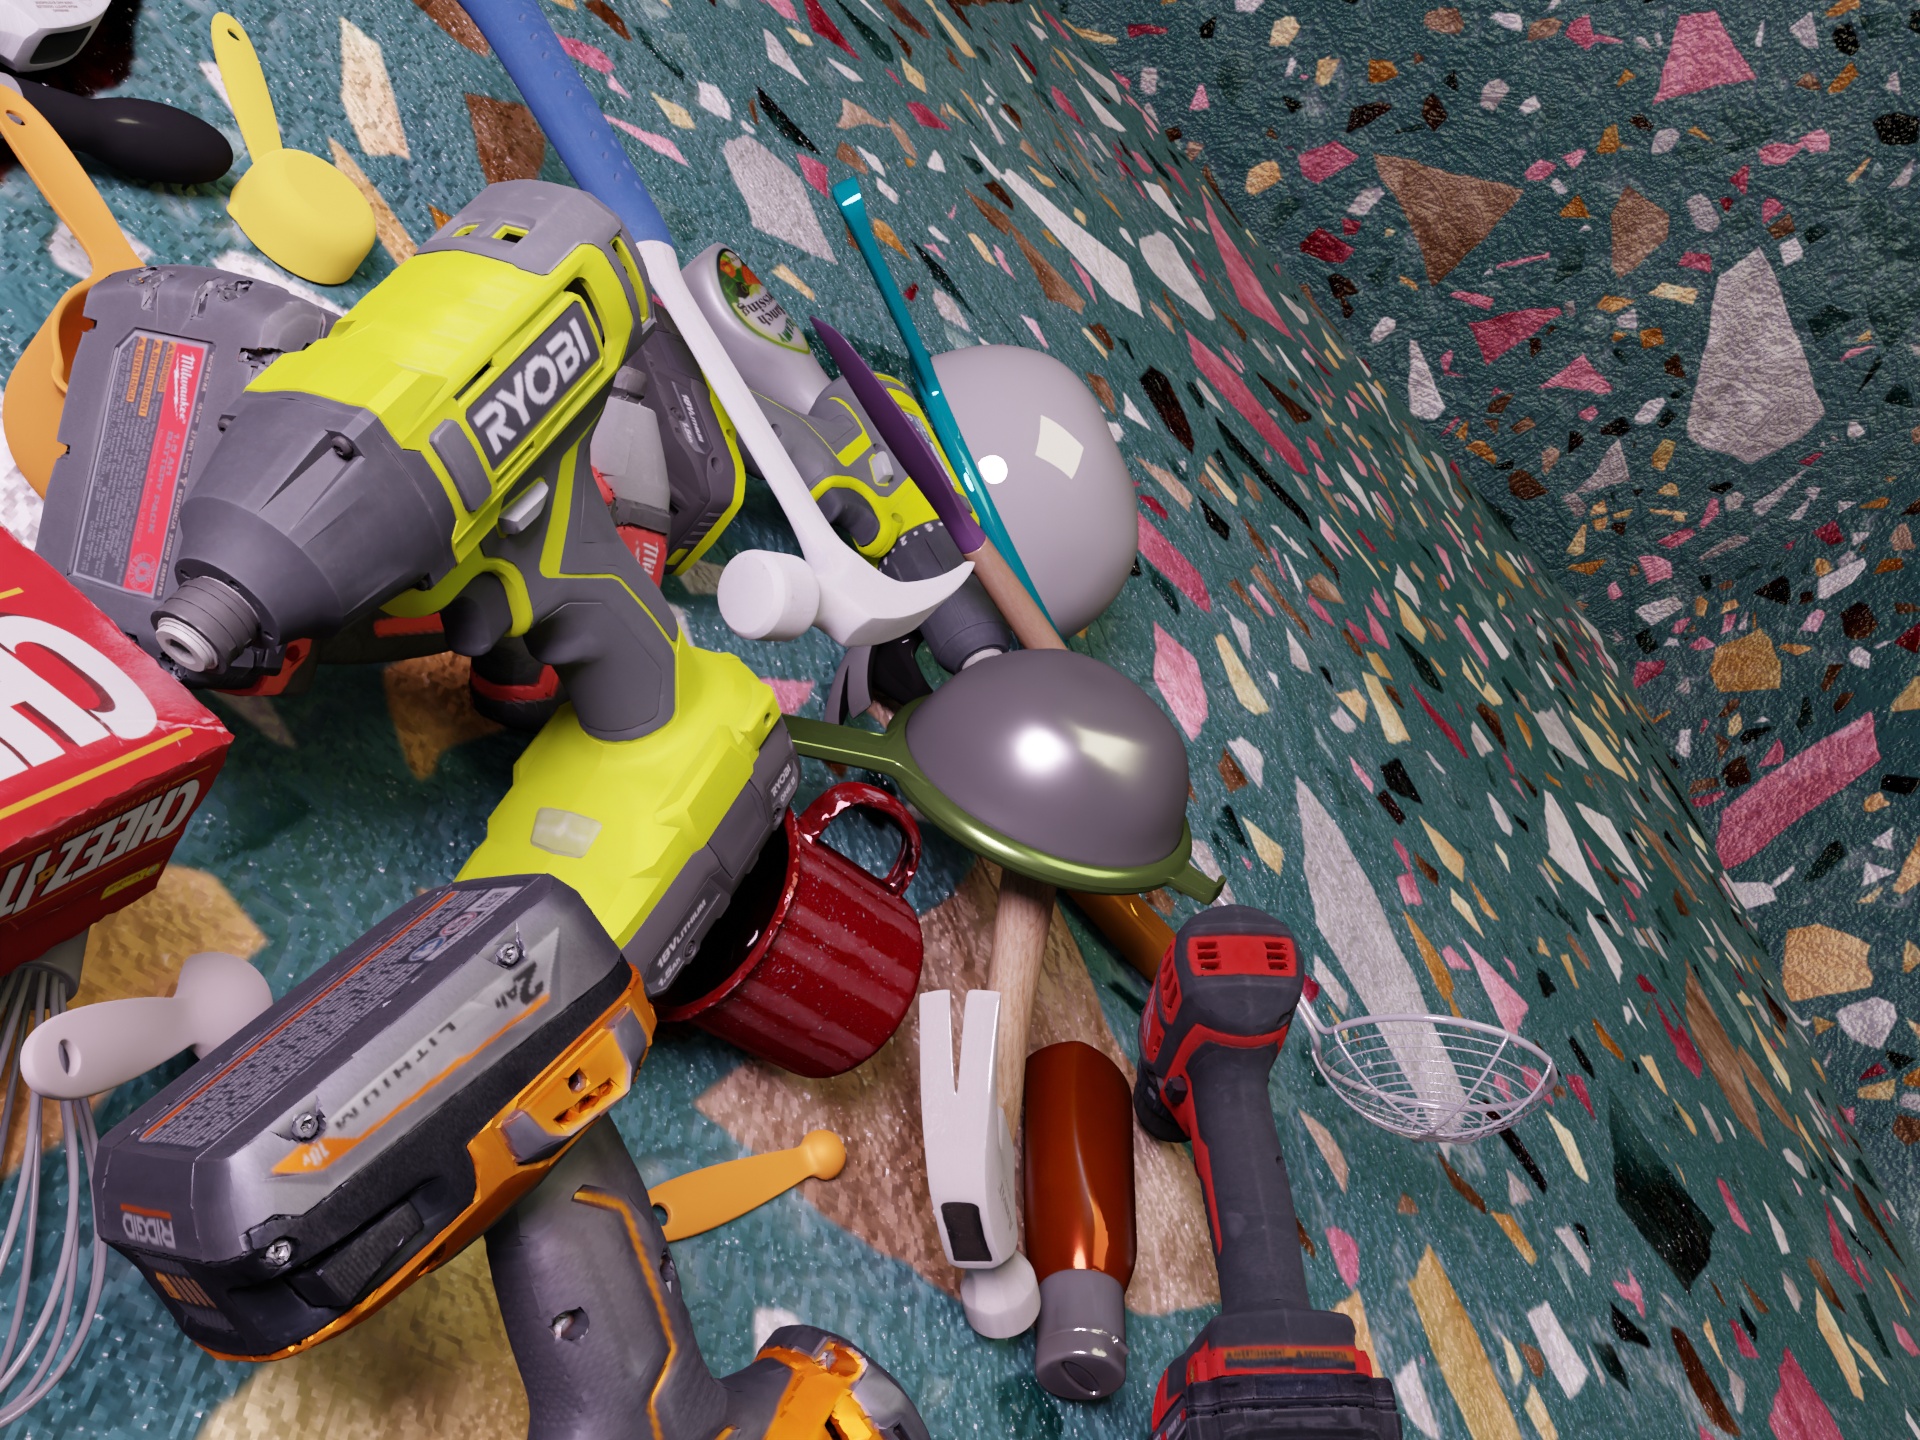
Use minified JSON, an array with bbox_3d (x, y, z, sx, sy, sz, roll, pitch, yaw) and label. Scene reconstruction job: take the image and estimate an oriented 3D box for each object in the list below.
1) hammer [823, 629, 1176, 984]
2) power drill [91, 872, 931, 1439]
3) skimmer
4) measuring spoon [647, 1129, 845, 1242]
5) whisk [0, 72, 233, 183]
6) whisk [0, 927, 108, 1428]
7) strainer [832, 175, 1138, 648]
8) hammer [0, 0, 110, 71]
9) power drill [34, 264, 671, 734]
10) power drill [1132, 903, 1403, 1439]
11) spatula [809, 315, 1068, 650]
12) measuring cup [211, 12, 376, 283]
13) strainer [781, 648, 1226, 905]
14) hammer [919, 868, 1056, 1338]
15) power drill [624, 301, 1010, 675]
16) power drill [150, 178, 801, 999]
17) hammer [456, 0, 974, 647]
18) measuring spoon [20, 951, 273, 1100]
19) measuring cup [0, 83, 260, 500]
[{"bbox_3d":[0.058,0.078,0.868,0.336,0.034,0.127,46,27,-15],"label":"hammer"},{"bbox_3d":[-0.107,0.171,0.394,0.164,0.084,0.226,-44,116,-43],"label":"power drill"},{"bbox_3d":[0.178,0.098,0.918,0.090,0.127,0.363,-32,68,-23],"label":"skimmer"},{"bbox_3d":[-0.077,0.166,0.574,0.117,0.011,0.021,0,58,-58],"label":"measuring spoon"},{"bbox_3d":[-0.356,-0.214,0.529,0.070,0.070,0.284,56,22,4],"label":"whisk"},{"bbox_3d":[-0.235,0.065,0.406,0.055,0.055,0.239,30,32,-39],"label":"whisk"},{"bbox_3d":[0.031,-0.189,0.938,0.340,0.095,0.211,60,9,-46],"label":"strainer"},{"bbox_3d":[-0.452,-0.385,0.596,0.331,0.033,0.128,51,28,-6],"label":"hammer"},{"bbox_3d":[-0.177,-0.069,0.532,0.219,0.078,0.143,8,96,-65],"label":"power drill"},{"bbox_3d":[0.115,0.216,0.694,0.080,0.187,0.227,1,55,-4],"label":"power drill"},{"bbox_3d":[0.020,-0.067,0.770,0.315,0.018,0.060,53,-5,-35],"label":"spatula"},{"bbox_3d":[-0.298,-0.260,0.697,0.062,0.029,0.157,5,56,-56],"label":"measuring cup"},{"bbox_3d":[-0.001,-0.002,0.694,0.256,0.069,0.152,12,28,-24],"label":"strainer"},{"bbox_3d":[0.026,0.094,0.715,0.332,0.031,0.130,-76,158,-54],"label":"hammer"},{"bbox_3d":[-0.078,-0.111,0.790,0.228,0.080,0.191,9,46,-47],"label":"power drill"},{"bbox_3d":[-0.133,-0.021,0.479,0.171,0.080,0.223,-60,150,-35],"label":"power drill"},{"bbox_3d":[-0.129,-0.197,0.708,0.144,0.035,0.406,-1,54,-55],"label":"hammer"},{"bbox_3d":[-0.200,0.078,0.404,0.124,0.018,0.034,145,-71,-84],"label":"measuring spoon"},{"bbox_3d":[-0.293,-0.132,0.536,0.174,0.052,0.095,56,27,7],"label":"measuring cup"}]
